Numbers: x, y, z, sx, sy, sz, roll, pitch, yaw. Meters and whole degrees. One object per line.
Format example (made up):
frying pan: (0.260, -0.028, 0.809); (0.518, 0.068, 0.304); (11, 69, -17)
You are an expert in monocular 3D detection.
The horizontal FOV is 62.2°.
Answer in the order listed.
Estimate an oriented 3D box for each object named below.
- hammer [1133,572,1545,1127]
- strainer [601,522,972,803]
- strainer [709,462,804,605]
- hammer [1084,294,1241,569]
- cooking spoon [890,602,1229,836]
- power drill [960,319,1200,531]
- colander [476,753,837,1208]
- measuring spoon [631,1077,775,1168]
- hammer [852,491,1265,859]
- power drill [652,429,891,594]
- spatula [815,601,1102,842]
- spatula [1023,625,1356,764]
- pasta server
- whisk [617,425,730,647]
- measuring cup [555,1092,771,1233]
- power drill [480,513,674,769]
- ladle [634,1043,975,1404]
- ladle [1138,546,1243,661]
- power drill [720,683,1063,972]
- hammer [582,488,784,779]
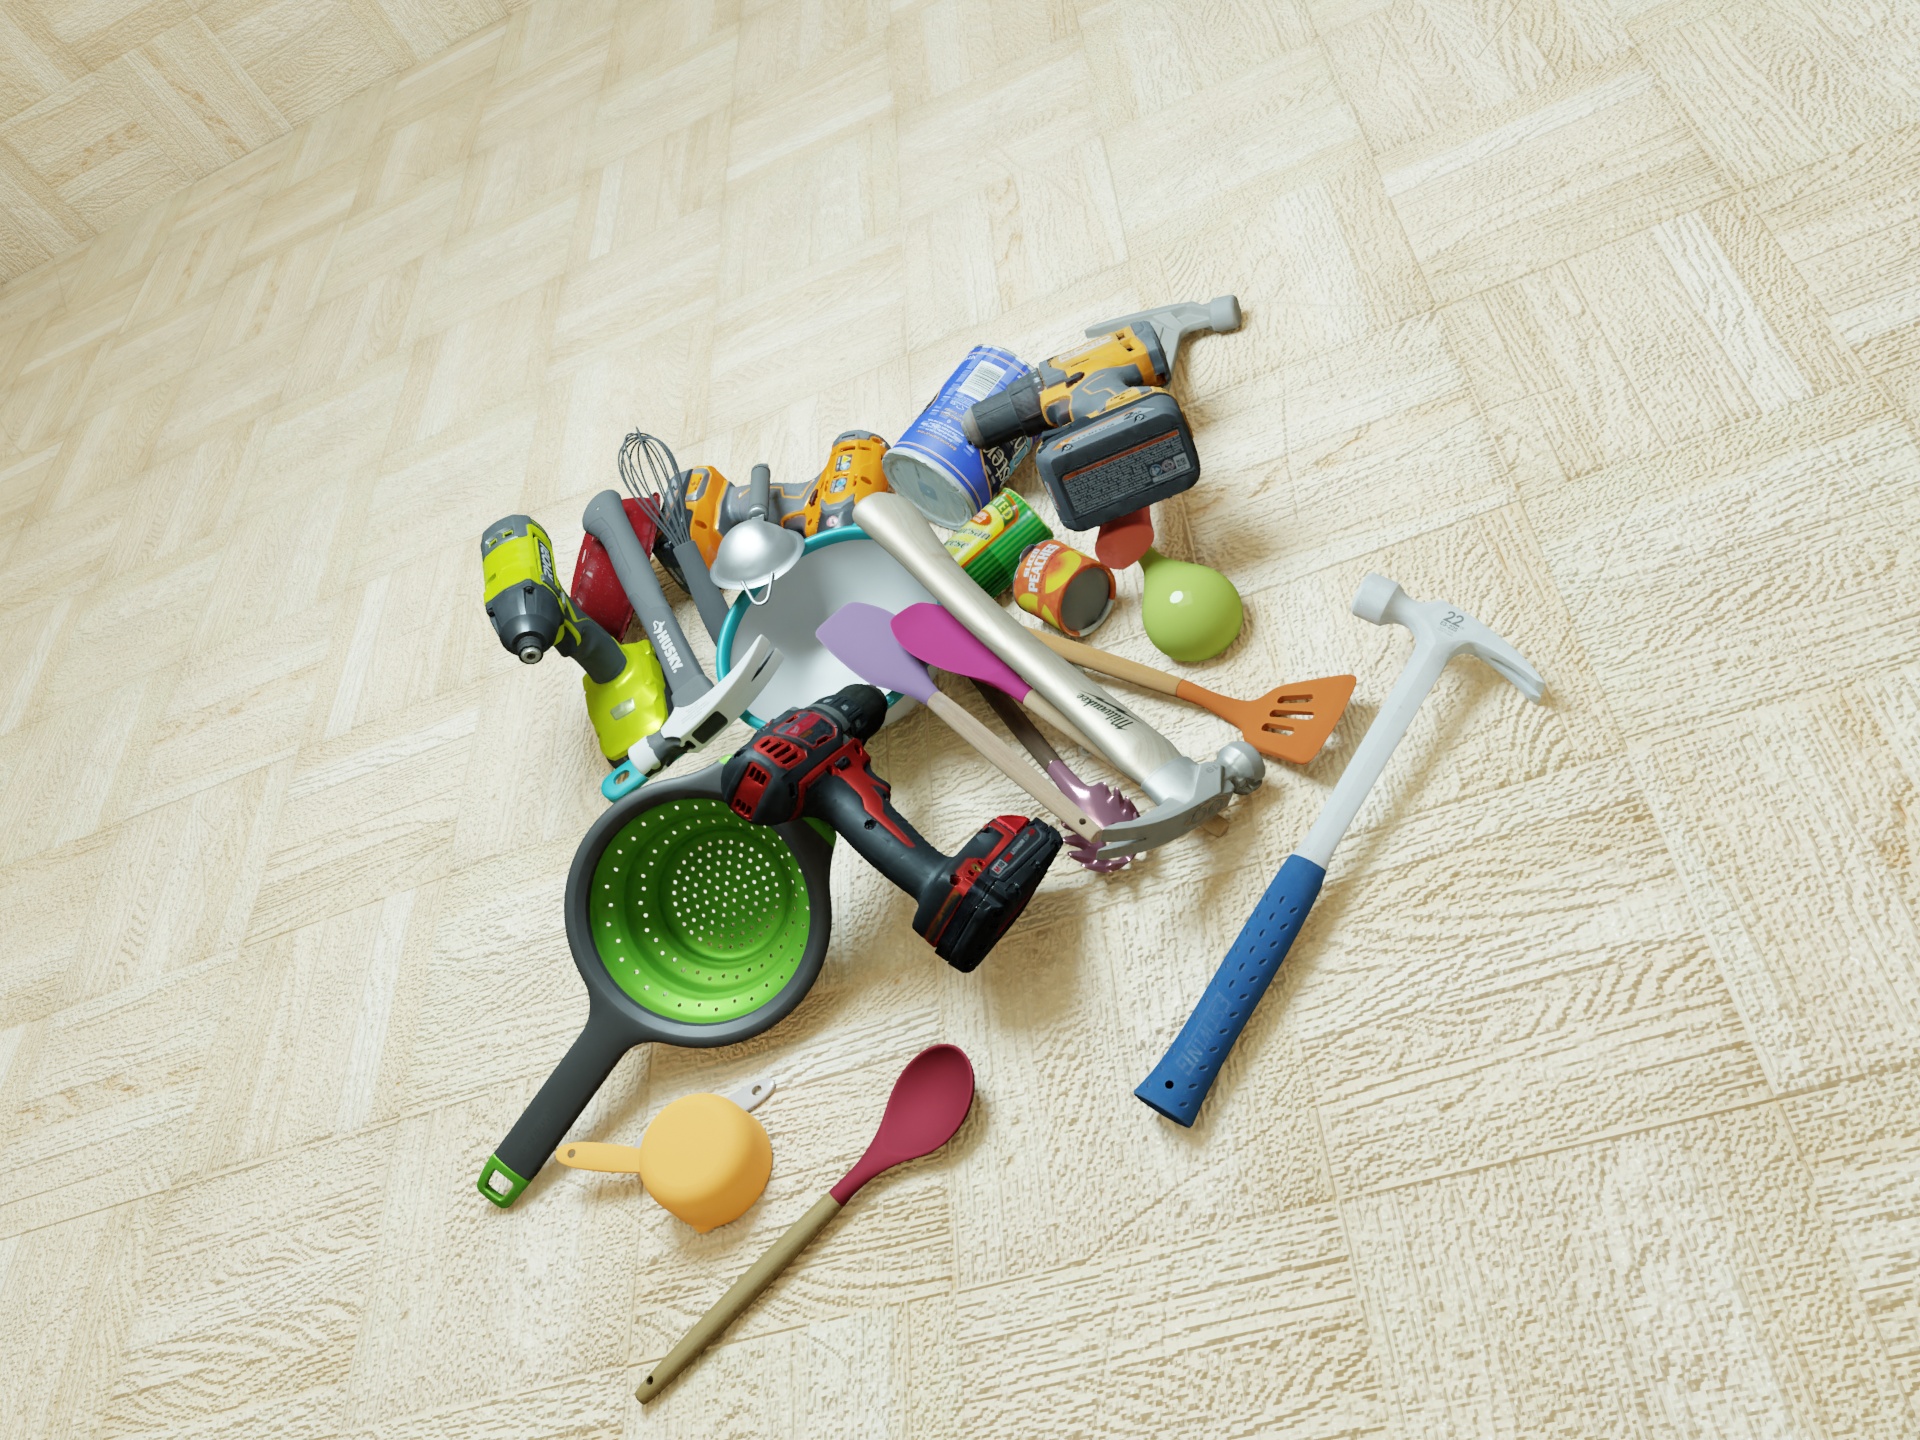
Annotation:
hammer: (0.243, 0.089, 1.061); (0.144, 0.035, 0.405); (28, 74, 22)
strainer: (-0.146, -0.019, 1.355); (0.340, 0.095, 0.211); (-36, 52, 1)
strainer: (-0.183, -0.181, 1.417); (0.087, 0.050, 0.259); (-17, 31, 5)
hammer: (0.152, -0.256, 1.382); (0.149, 0.036, 0.359); (-8, 41, 25)
cooking spoon: (0.071, -0.004, 1.203); (0.319, 0.017, 0.069); (35, 51, 26)
power drill: (0.094, -0.241, 1.307); (0.185, 0.084, 0.226); (-21, 32, 9)
colander: (-0.240, 0.206, 1.232); (0.204, 0.094, 0.397); (37, 96, 3)
measuring spoon: (-0.193, 0.296, 1.179); (0.124, 0.018, 0.034); (-31, 44, 4)
hammer: (0.038, -0.052, 1.210); (0.146, 0.038, 0.411); (-24, 51, -30)
power drill: (-0.180, -0.188, 1.535); (0.226, 0.084, 0.164); (-8, 52, 21)
spatula: (-0.002, -0.004, 1.215); (0.060, 0.018, 0.316); (-41, 55, -12)
spatula: (0.147, -0.037, 1.223); (0.323, 0.041, 0.081); (21, 67, 34)
pasta server: (0.058, 0.018, 1.247); (0.060, 0.040, 0.317); (-45, 43, 7)
whisk: (-0.256, -0.162, 1.482); (0.055, 0.239, 0.055); (-24, 2, 1)
measuring cup: (-0.224, 0.310, 1.141); (0.173, 0.052, 0.095); (-1, 58, 17)
power drill: (-0.340, -0.059, 1.417); (0.080, 0.223, 0.171); (-30, 44, 7)
ladle: (-0.103, 0.344, 1.080); (0.315, 0.031, 0.069); (-45, 42, -6)
ladle: (0.143, -0.152, 1.343); (0.078, 0.062, 0.321); (-34, 37, 4)
power drill: (-0.042, 0.061, 1.157); (0.227, 0.080, 0.188); (34, 31, 10)
hammer: (-0.265, -0.102, 1.388); (0.146, 0.035, 0.335); (-37, 48, 5)
